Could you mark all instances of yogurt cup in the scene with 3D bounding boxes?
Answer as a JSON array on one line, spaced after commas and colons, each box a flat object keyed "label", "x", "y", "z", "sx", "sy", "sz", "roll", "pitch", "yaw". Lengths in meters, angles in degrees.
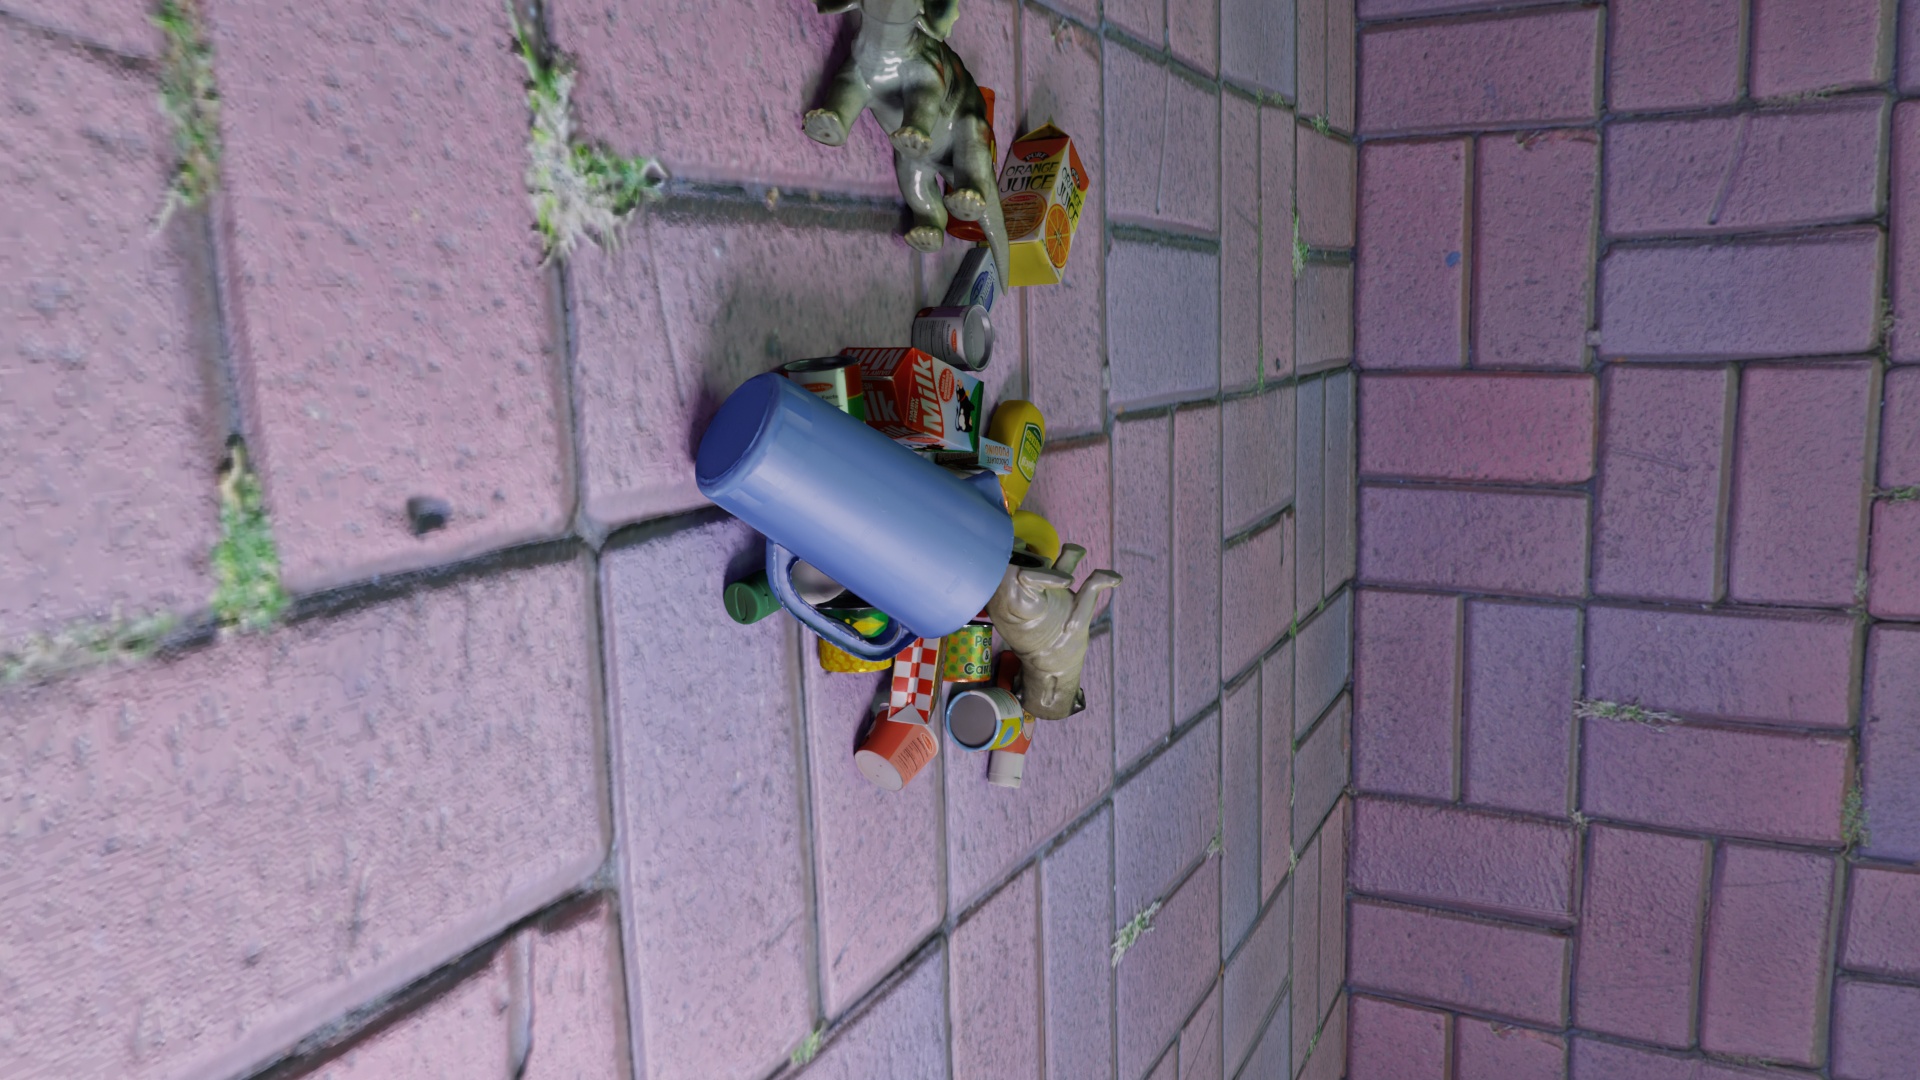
[{"label": "yogurt cup", "x": -0.062, "y": 0.197, "z": 1.297, "sx": 0.054, "sy": 0.072, "sz": 0.072, "roll": -51, "pitch": 137, "yaw": -37}]

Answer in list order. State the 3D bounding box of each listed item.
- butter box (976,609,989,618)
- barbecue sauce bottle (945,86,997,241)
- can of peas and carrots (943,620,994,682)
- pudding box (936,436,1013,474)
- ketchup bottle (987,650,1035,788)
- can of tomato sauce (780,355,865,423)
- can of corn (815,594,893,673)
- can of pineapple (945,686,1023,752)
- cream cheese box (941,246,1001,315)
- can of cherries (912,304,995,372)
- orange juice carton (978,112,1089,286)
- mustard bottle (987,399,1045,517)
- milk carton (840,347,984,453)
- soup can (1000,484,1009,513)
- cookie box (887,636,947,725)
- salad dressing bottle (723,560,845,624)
[{"label": "butter box", "x": 0.062, "y": 0.057, "z": 1.528, "sx": 0.104, "sy": 0.024, "sz": 0.053, "roll": 0, "pitch": 93, "yaw": -40}, {"label": "barbecue sauce bottle", "x": 0.013, "y": -0.383, "z": 1.411, "sx": 0.065, "sy": 0.043, "sz": 0.148, "roll": 5, "pitch": 88, "yaw": -62}, {"label": "can of peas and carrots", "x": 0.001, "y": 0.111, "z": 1.403, "sx": 0.071, "sy": 0.071, "sz": 0.058, "roll": 0, "pitch": 93, "yaw": -63}, {"label": "pudding box", "x": 0.016, "y": -0.087, "z": 1.437, "sx": 0.084, "sy": 0.049, "sz": 0.030, "roll": 11, "pitch": 81, "yaw": -63}, {"label": "ketchup bottle", "x": 0.059, "y": 0.200, "z": 1.554, "sx": 0.064, "sy": 0.043, "sz": 0.149, "roll": 29, "pitch": 67, "yaw": -57}, {"label": "can of tomato sauce", "x": -0.113, "y": -0.109, "z": 1.167, "sx": 0.071, "sy": 0.071, "sz": 0.082, "roll": -33, "pitch": 122, "yaw": -58}, {"label": "can of corn", "x": -0.094, "y": 0.082, "z": 1.222, "sx": 0.071, "sy": 0.071, "sz": 0.058, "roll": -16, "pitch": 107, "yaw": -62}, {"label": "can of pineapple", "x": 0.024, "y": 0.190, "z": 1.462, "sx": 0.058, "sy": 0.071, "sz": 0.071, "roll": 6, "pitch": 87, "yaw": -62}, {"label": "cream cheese box", "x": 0.012, "y": -0.252, "z": 1.442, "sx": 0.104, "sy": 0.024, "sz": 0.053, "roll": -66, "pitch": 147, "yaw": -35}, {"label": "can of cherries", "x": -0.006, "y": -0.199, "z": 1.375, "sx": 0.071, "sy": 0.058, "sz": 0.071, "roll": -6, "pitch": 97, "yaw": -62}, {"label": "orange juice carton", "x": 0.087, "y": -0.376, "z": 1.524, "sx": 0.071, "sy": 0.073, "sz": 0.193, "roll": 54, "pitch": 46, "yaw": -51}, {"label": "mustard bottle", "x": 0.051, "y": -0.074, "z": 1.506, "sx": 0.065, "sy": 0.049, "sz": 0.161, "roll": 46, "pitch": 52, "yaw": -49}, {"label": "milk carton", "x": -0.052, "y": -0.131, "z": 1.275, "sx": 0.190, "sy": 0.072, "sz": 0.073, "roll": 14, "pitch": 80, "yaw": -62}, {"label": "soup can", "x": -0.002, "y": -0.029, "z": 1.370, "sx": 0.071, "sy": 0.084, "sz": 0.071, "roll": -9, "pitch": 100, "yaw": -63}, {"label": "cookie box", "x": -0.035, "y": 0.094, "z": 1.290, "sx": 0.167, "sy": 0.040, "sz": 0.123, "roll": -48, "pitch": 145, "yaw": -85}, {"label": "salad dressing bottle", "x": -0.138, "y": 0.030, "z": 1.156, "sx": 0.148, "sy": 0.044, "sz": 0.064, "roll": -29, "pitch": 118, "yaw": -57}]
